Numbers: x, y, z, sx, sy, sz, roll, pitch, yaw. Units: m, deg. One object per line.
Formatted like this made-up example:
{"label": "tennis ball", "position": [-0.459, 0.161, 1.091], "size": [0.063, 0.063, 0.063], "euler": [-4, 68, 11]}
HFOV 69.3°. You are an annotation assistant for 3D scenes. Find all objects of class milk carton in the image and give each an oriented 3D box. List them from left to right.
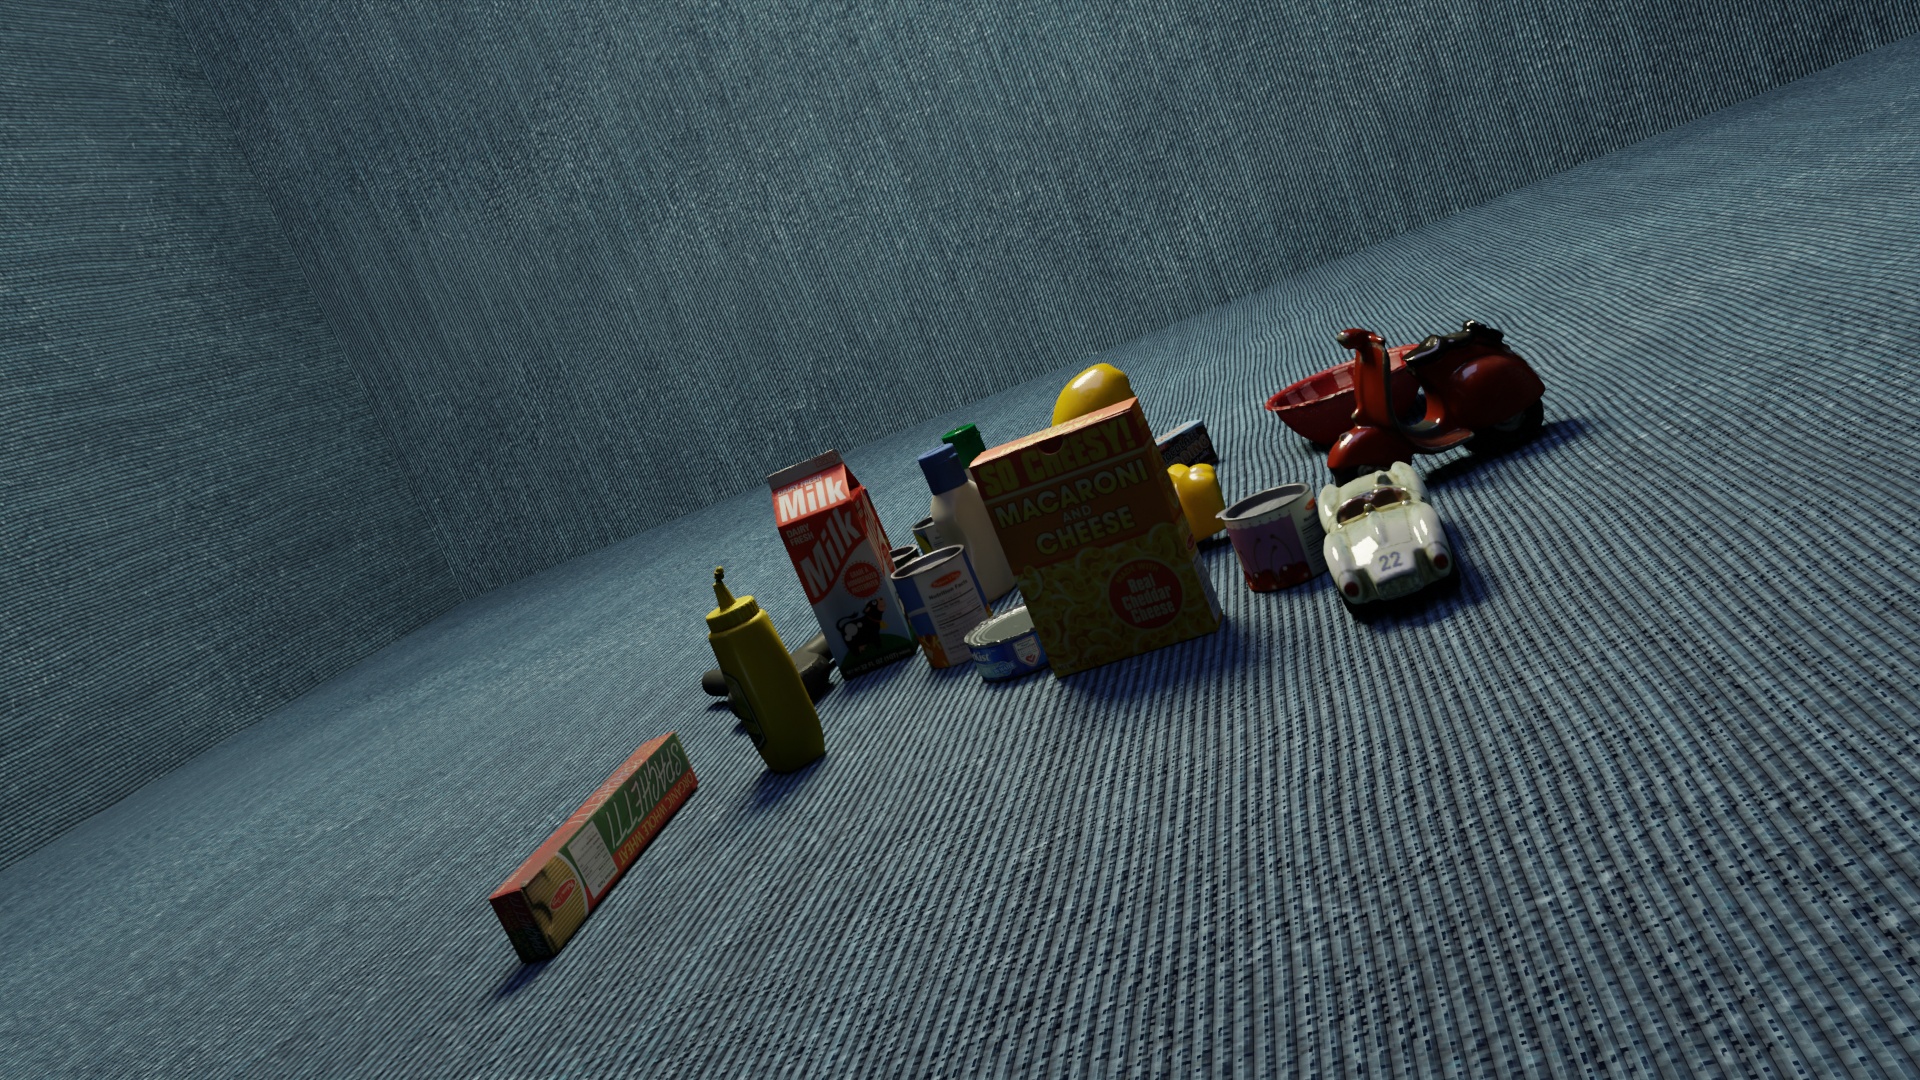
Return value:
{"label": "milk carton", "position": [-0.104, 0.018, 1.232], "size": [0.072, 0.190, 0.073], "euler": [-22, 10, 7]}

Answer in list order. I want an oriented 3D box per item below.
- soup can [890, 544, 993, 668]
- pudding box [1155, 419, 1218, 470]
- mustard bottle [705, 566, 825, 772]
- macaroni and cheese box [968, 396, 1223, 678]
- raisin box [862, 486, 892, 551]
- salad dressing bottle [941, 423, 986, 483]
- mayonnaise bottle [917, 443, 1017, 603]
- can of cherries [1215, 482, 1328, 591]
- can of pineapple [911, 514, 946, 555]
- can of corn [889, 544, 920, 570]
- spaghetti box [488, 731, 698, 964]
{"label": "soup can", "position": [-0.012, 0.054, 1.150], "size": [0.071, 0.083, 0.071], "euler": [-22, 10, 4]}
{"label": "pudding box", "position": [0.226, -0.089, 1.463], "size": [0.084, 0.049, 0.030], "euler": [-28, 11, -25]}
{"label": "mustard bottle", "position": [-0.153, 0.094, 1.037], "size": [0.049, 0.160, 0.065], "euler": [-27, 11, -24]}
{"label": "macaroni and cheese box", "position": [0.095, 0.000, 0.965], "size": [0.123, 0.166, 0.040], "euler": [-19, 10, 20]}
{"label": "raisin box", "position": [-0.116, 0.016, 1.454], "size": [0.086, 0.123, 0.040], "euler": [-27, 10, -21]}
{"label": "salad dressing bottle", "position": [0.026, -0.043, 1.384], "size": [0.044, 0.147, 0.064], "euler": [-24, 10, -4]}
{"label": "mayonnaise bottle", "position": [0.005, -0.016, 1.292], "size": [0.041, 0.148, 0.065], "euler": [-14, 13, 43]}
{"label": "can of cherries", "position": [0.226, -0.002, 0.996], "size": [0.071, 0.058, 0.071], "euler": [-22, 10, 4]}
{"label": "can of pineapple", "position": [-0.012, -0.001, 1.501], "size": [0.071, 0.057, 0.071], "euler": [-22, 10, 4]}
{"label": "can of corn", "position": [-0.065, 0.045, 1.381], "size": [0.071, 0.058, 0.071], "euler": [-22, 10, 4]}
{"label": "spaghetti box", "position": [-0.248, 0.206, 0.975], "size": [0.028, 0.050, 0.251], "euler": [-20, 11, 15]}
